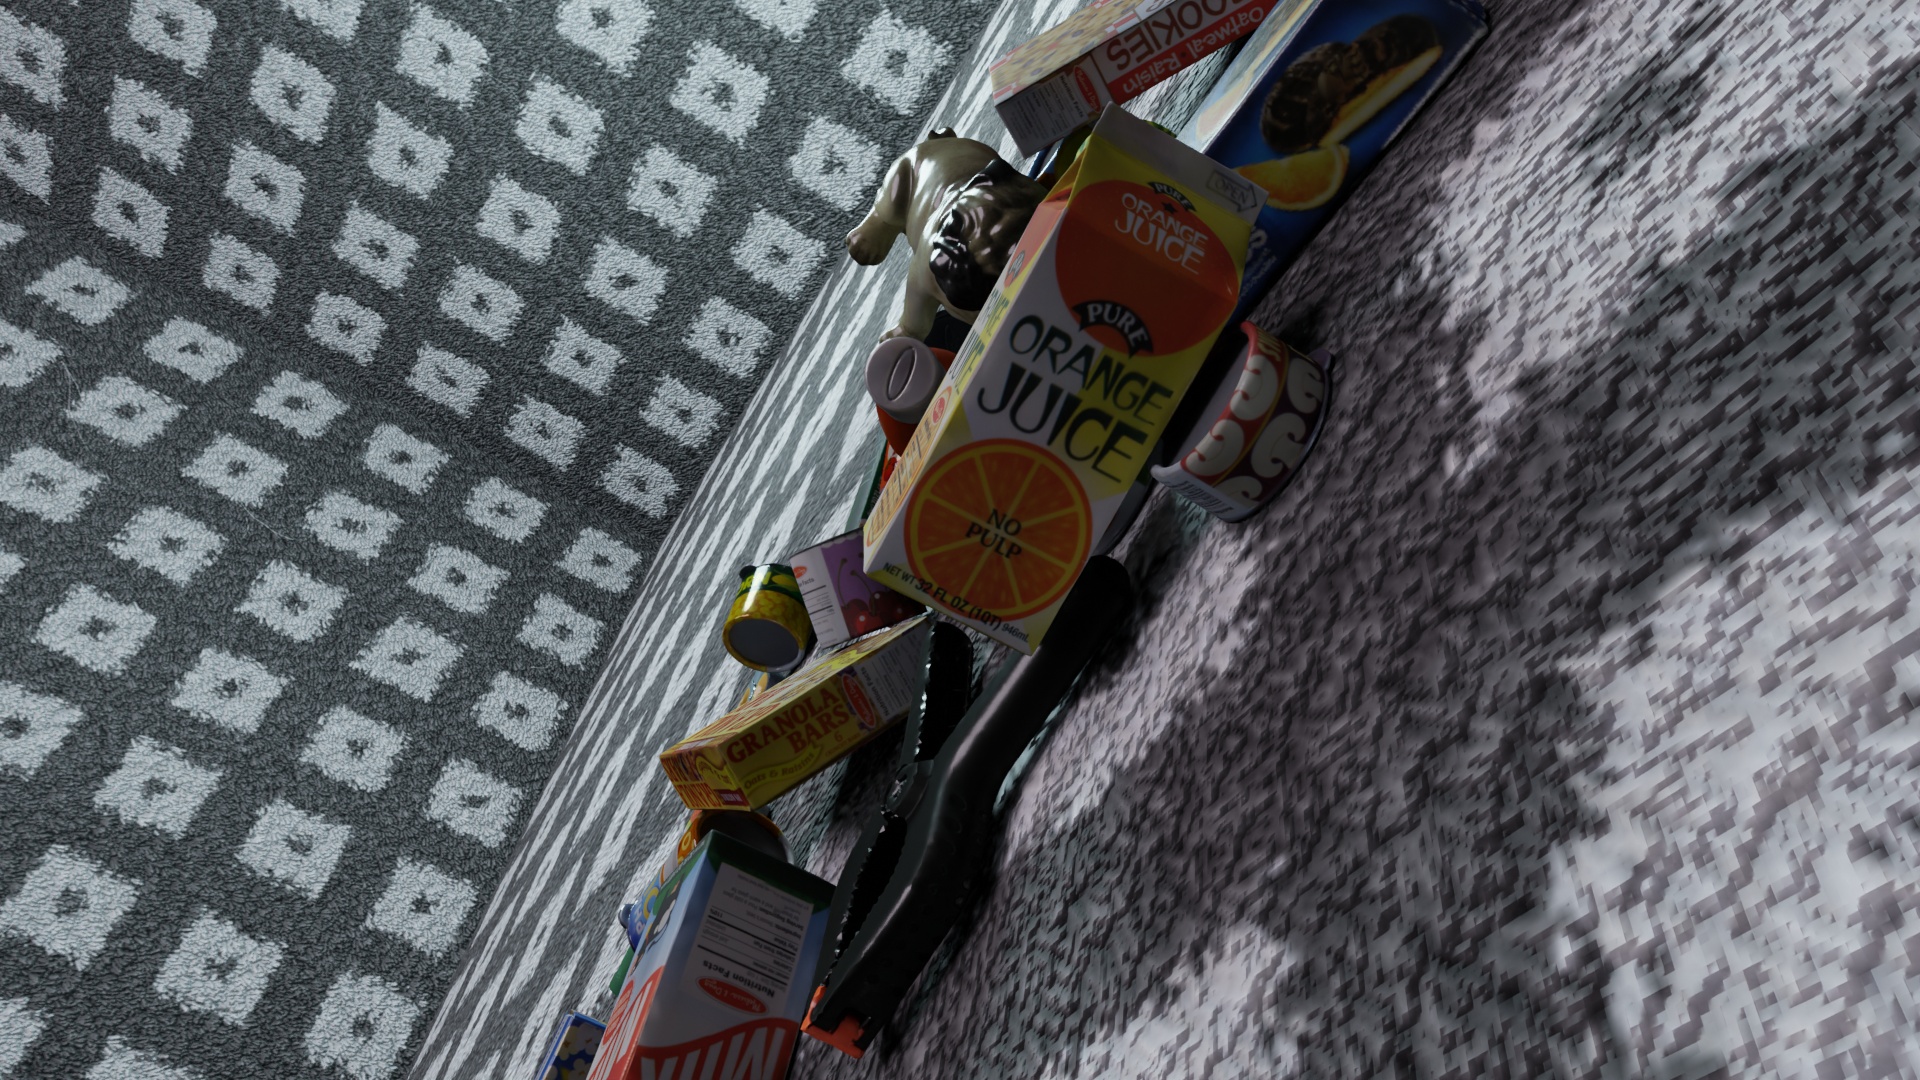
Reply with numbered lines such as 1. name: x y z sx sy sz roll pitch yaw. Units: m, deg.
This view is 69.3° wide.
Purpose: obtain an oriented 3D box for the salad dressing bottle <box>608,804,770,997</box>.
1. salad dressing bottle: -0.177 0.230 0.902 0.148 0.044 0.064 -63 15 -9

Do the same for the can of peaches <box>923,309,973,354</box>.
1. can of peaches: -0.007 -0.119 0.956 0.071 0.071 0.058 -66 14 -20

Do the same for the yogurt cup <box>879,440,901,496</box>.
1. yogurt cup: -0.016 -0.045 0.843 0.072 0.072 0.054 -30 42 65

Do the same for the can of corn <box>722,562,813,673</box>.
1. can of corn: -0.149 0.060 1.086 0.070 0.071 0.058 -49 19 39

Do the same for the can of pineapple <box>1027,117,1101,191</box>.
1. can of pineapple: 0.081 -0.237 0.887 0.070 0.058 0.071 -55 15 23

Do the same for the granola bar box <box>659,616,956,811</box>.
1. granola bar box: -0.084 0.096 0.734 0.124 0.039 0.165 -30 2 -23

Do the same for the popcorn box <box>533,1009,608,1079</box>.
1. popcorn box: -0.181 0.306 0.677 0.038 0.085 0.127 -36 29 63

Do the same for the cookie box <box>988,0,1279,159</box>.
1. cookie box: 0.100 -0.300 0.835 0.167 0.040 0.123 -26 26 14

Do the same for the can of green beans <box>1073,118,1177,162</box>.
1. can of green beans: 0.089 -0.180 0.732 0.071 0.071 0.058 -50 17 38

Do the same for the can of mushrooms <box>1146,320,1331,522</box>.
1. can of mushrooms: 0.099 -0.045 0.496 0.070 0.033 0.071 -56 14 22

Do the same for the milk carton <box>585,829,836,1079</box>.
1. milk carton: -0.124 0.239 0.636 0.072 0.073 0.191 -48 19 41

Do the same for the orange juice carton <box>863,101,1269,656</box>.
1. orange juice carton: 0.038 -0.061 0.523 0.192 0.072 0.073 -61 11 10

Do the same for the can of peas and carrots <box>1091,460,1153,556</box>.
1. can of peas and carrots: 0.044 -0.032 0.610 0.070 0.059 0.071 -54 15 22

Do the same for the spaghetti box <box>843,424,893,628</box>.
1. spaghetti box: -0.040 -0.043 0.946 0.028 0.050 0.251 -48 18 36

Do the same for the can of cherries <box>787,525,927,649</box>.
1. can of cherries: -0.057 0.025 0.804 0.071 0.058 0.071 -21 -4 -1

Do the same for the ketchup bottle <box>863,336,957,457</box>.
1. ketchup bottle: -0.018 -0.073 0.726 0.149 0.043 0.064 28 -97 -80

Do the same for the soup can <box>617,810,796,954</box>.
1. soup can: -0.143 0.199 0.787 0.083 0.071 0.072 -54 15 24
